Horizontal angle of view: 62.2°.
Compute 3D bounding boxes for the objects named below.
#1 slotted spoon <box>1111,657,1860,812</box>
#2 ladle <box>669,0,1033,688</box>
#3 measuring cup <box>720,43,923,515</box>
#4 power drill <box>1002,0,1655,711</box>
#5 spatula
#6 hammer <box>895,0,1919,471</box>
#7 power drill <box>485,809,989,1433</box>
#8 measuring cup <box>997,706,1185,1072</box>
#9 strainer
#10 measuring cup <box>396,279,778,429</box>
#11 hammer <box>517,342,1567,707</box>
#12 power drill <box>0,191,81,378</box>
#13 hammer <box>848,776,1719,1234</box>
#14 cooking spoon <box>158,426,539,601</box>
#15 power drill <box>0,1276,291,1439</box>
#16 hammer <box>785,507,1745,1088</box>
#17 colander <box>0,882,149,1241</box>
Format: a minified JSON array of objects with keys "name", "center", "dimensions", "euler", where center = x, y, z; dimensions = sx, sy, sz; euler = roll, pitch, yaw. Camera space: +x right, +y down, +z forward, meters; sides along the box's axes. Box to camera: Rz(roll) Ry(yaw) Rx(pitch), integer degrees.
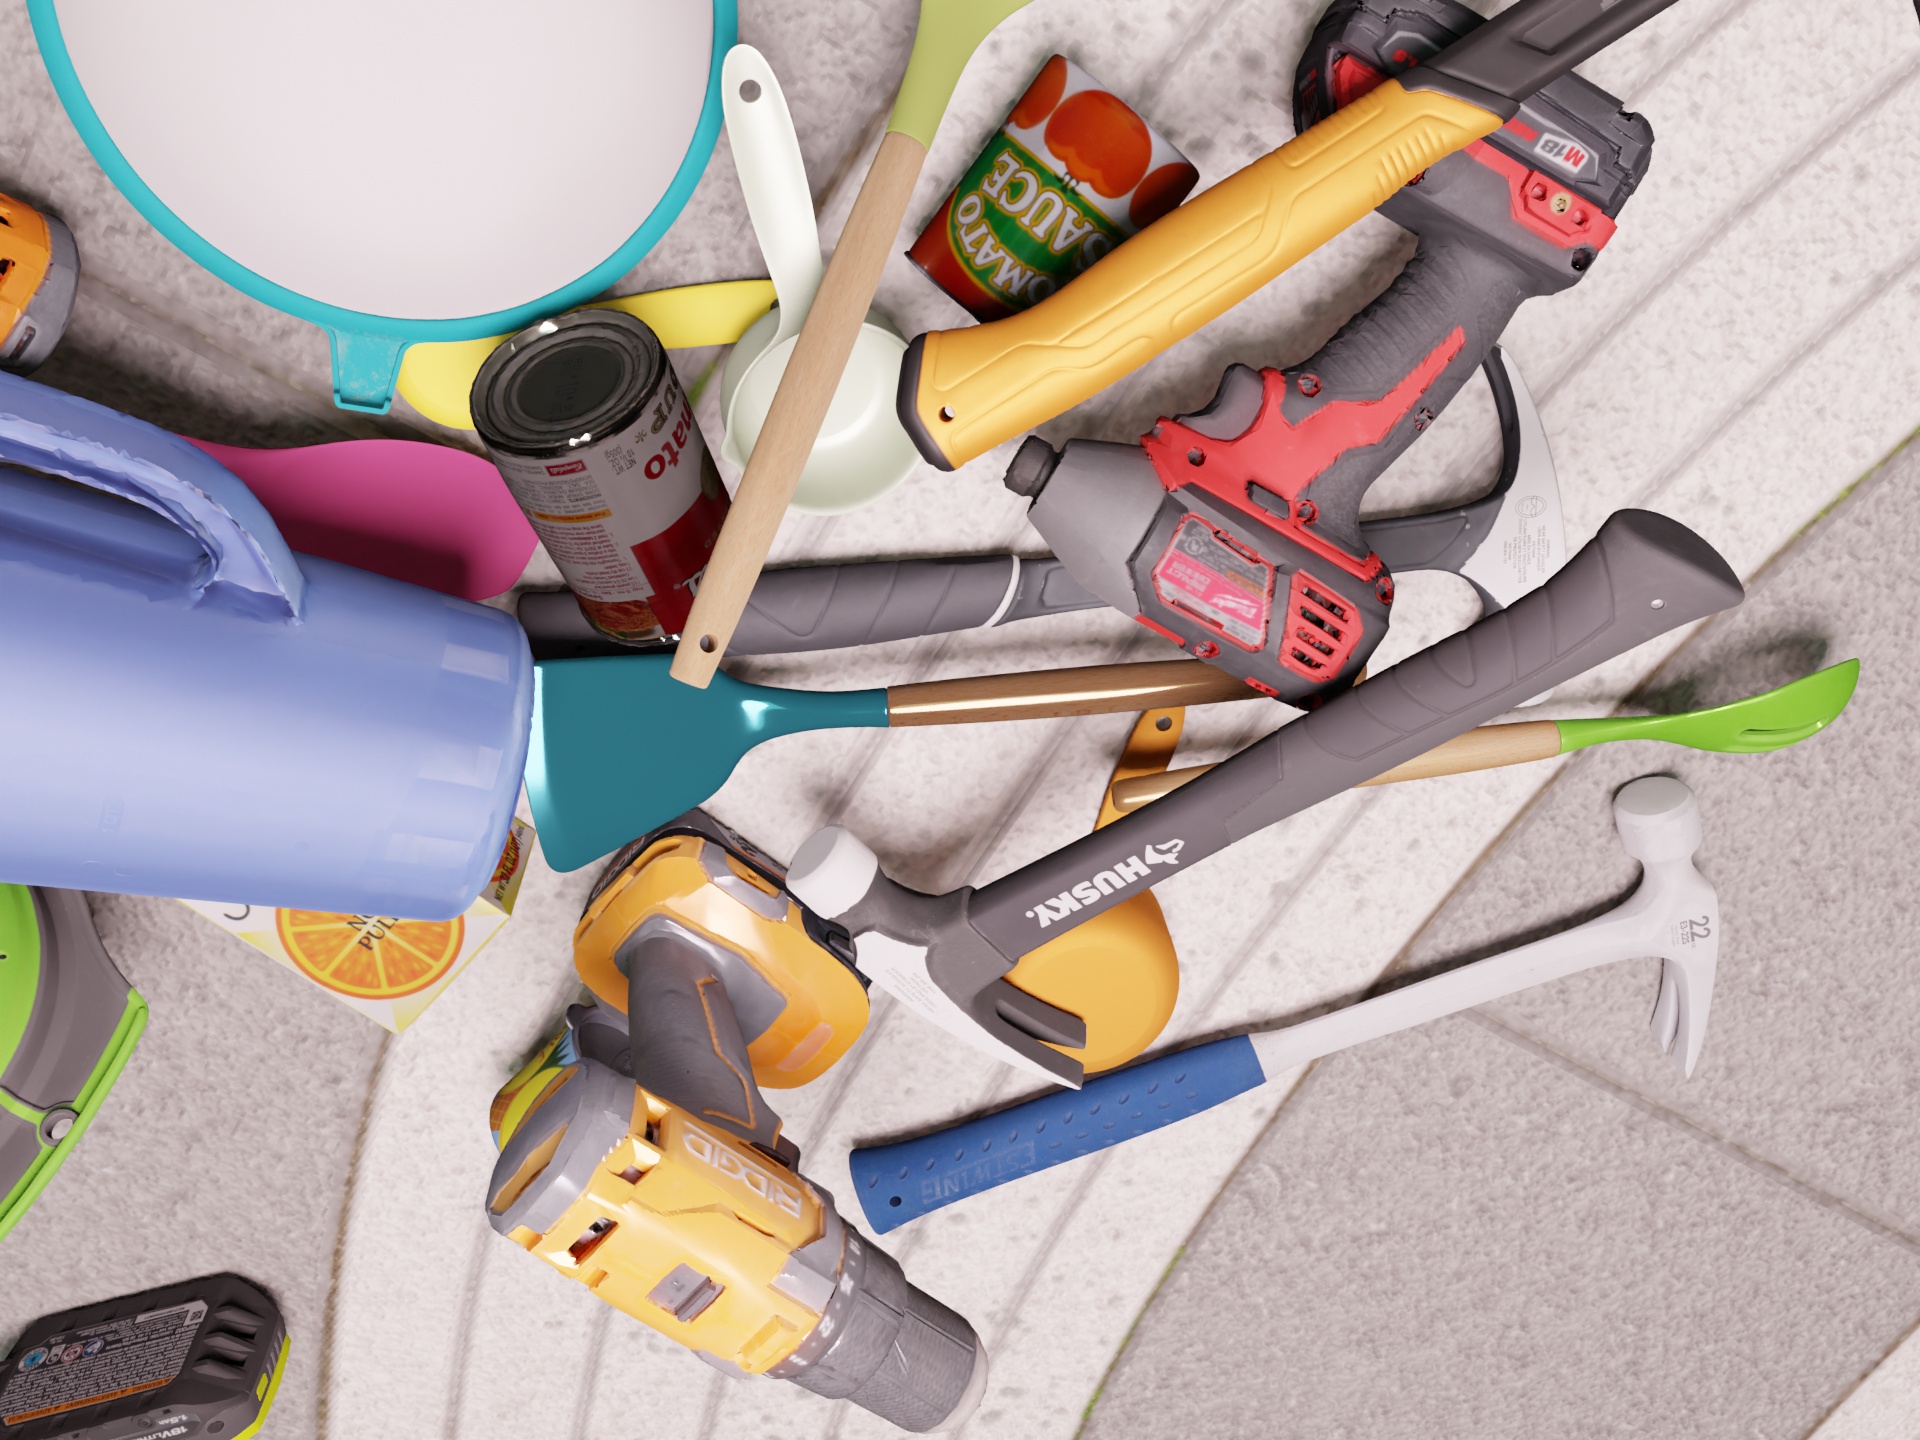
[{"name":"slotted spoon","center":[0.217,0.012,0.651],"dimensions":[0.313,0.070,0.031],"euler":[-7,74,-3]},{"name":"ladle","center":[-0.023,-0.159,0.497],"dimensions":[0.078,0.062,0.320],"euler":[23,87,-23]},{"name":"measuring cup","center":[-0.057,-0.150,0.548],"dimensions":[0.083,0.038,0.167],"euler":[-18,128,-6]},{"name":"power drill","center":[0.119,-0.126,0.548],"dimensions":[0.143,0.078,0.219],"euler":[28,101,-5]},{"name":"spatula","center":[-0.001,-0.002,0.599],"dimensions":[0.317,0.044,0.082],"euler":[-5,109,-2]},{"name":"hammer","center":[0.131,-0.168,0.483],"dimensions":[0.337,0.034,0.127],"euler":[-30,100,9]},{"name":"power drill","center":[-0.072,0.147,0.596],"dimensions":[0.185,0.226,0.084],"euler":[38,106,-20]},{"name":"measuring cup","center":[0.064,0.073,0.670],"dimensions":[0.095,0.052,0.173],"euler":[14,114,-12]},{"name":"strainer","center":[-0.110,-0.244,0.463],"dimensions":[0.340,0.095,0.210],"euler":[-34,120,0]},{"name":"measuring cup","center":[-0.128,-0.138,0.568],"dimensions":[0.156,0.029,0.062],"euler":[-7,115,0]},{"name":"hammer","center":[0.035,-0.057,0.620],"dimensions":[0.409,0.036,0.149],"euler":[-6,114,-2]},{"name":"power drill","center":[-0.411,-0.099,0.496],"dimensions":[0.226,0.084,0.164],"euler":[-45,150,16]},{"name":"hammer","center":[0.148,0.156,0.726],"dimensions":[0.405,0.035,0.144],"euler":[-20,114,4]},{"name":"cooking spoon","center":[-0.281,-0.094,0.510],"dimensions":[0.318,0.017,0.068],"euler":[14,117,-42]},{"name":"power drill","center":[-0.342,0.380,0.760],"dimensions":[0.190,0.080,0.228],"euler":[-14,118,1]},{"name":"hammer","center":[0.104,0.029,0.557],"dimensions":[0.335,0.035,0.146],"euler":[-31,117,28]},{"name":"colander","center":[-0.493,0.056,0.544],"dimensions":[0.397,0.205,0.094],"euler":[21,149,2]}]
